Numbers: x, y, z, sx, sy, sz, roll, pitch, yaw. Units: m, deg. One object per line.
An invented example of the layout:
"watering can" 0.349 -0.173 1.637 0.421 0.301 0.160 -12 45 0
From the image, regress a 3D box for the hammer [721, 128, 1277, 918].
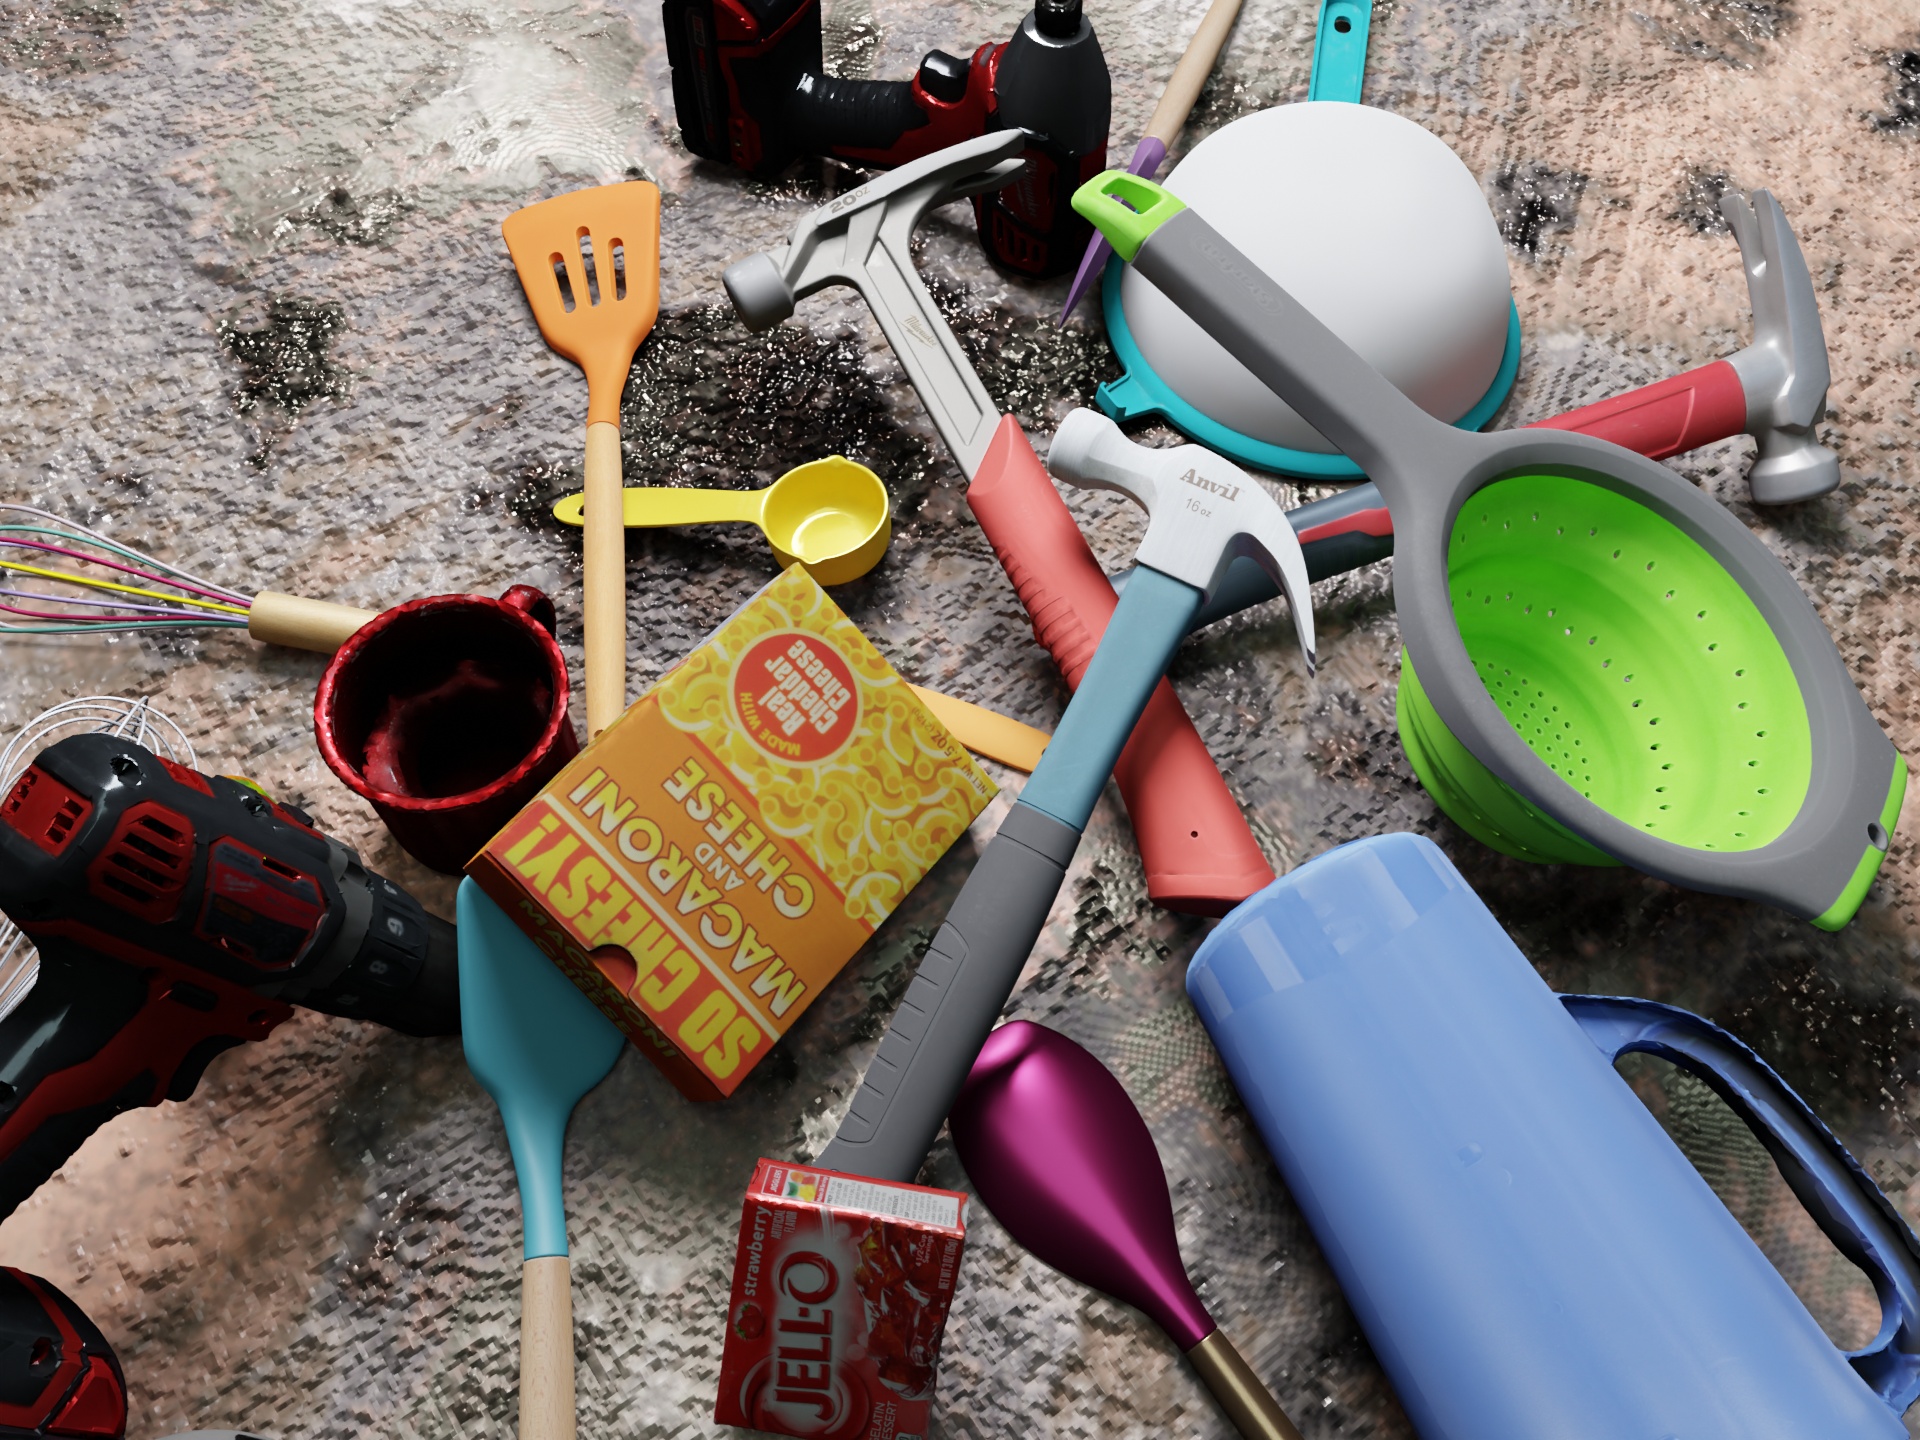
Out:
"hammer" 0.037 -0.083 0.659 0.149 0.036 0.359 -27 71 -4

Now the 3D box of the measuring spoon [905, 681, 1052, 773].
"measuring spoon" -0.001 -0.002 0.679 0.117 0.011 0.021 23 63 9

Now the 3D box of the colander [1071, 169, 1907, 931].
"colander" 0.185 -0.064 0.644 0.397 0.094 0.204 43 54 5

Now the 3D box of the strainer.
"strainer" 0.190 -0.281 0.794 0.211 0.095 0.341 11 63 3

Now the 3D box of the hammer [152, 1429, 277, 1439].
"hammer" -0.291 0.357 0.434 0.130 0.031 0.331 41 68 -22

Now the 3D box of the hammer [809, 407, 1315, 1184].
"hammer" 0.025 0.048 0.585 0.128 0.033 0.331 26 82 17

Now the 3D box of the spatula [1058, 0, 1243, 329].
"spatula" 0.108 -0.313 0.827 0.018 0.059 0.316 26 54 -2

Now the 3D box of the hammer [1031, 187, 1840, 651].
"hammer" 0.210 -0.114 0.706 0.386 0.038 0.143 -20 102 -9

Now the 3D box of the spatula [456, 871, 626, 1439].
"spatula" -0.137 0.208 0.538 0.082 0.044 0.318 12 58 -35

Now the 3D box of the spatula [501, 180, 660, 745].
"spatula" -0.162 -0.116 0.706 0.081 0.041 0.323 -12 56 4

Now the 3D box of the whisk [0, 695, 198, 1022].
"whisk" -0.367 0.114 0.573 0.070 0.070 0.285 17 66 6

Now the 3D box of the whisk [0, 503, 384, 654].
"whisk" -0.319 -0.047 0.670 0.245 0.047 0.051 11 60 -1

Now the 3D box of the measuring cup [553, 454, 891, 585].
"measuring cup" -0.107 -0.088 0.718 0.156 0.029 0.062 2 58 11

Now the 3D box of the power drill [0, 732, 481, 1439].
"power drill" -0.265 0.134 0.520 0.080 0.187 0.227 18 74 36

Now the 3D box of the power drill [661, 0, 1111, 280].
"power drill" -0.030 -0.311 0.773 0.220 0.143 0.079 24 60 12

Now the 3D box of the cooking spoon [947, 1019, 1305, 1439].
"cooking spoon" 0.100 0.237 0.550 0.069 0.017 0.319 -32 67 -18
